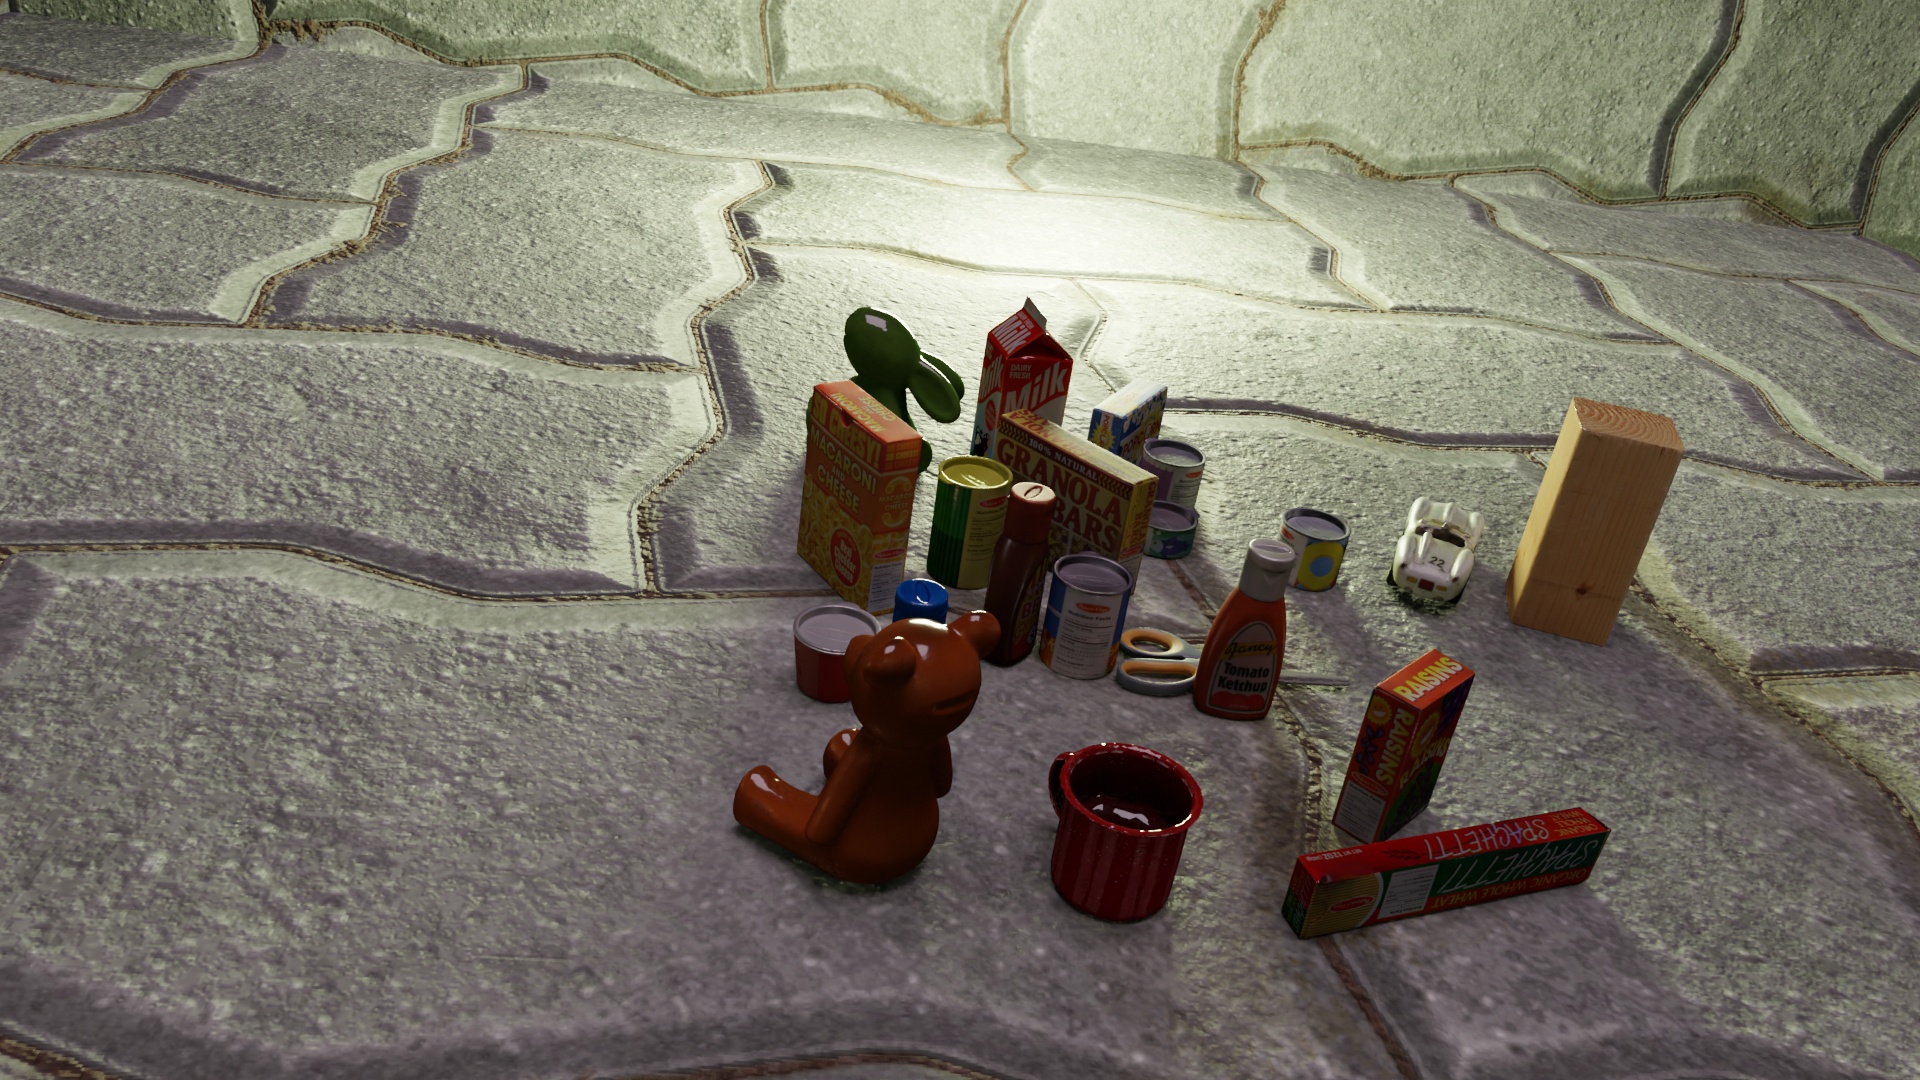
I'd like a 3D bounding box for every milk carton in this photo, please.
[{"bbox_3d":[0.062,-0.147,1.410,0.073,0.189,0.072,-1,29,-17],"label":"milk carton"}]

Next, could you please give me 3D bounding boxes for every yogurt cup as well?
[{"bbox_3d":[-0.097,0.089,1.072,0.072,0.053,0.073,7,28,-4],"label":"yogurt cup"}]

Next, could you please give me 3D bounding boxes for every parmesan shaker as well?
[{"bbox_3d":[0.004,-0.016,1.242,0.071,0.102,0.071,7,28,-4],"label":"parmesan shaker"}]

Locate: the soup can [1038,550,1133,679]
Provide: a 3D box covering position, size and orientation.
[{"bbox_3d":[0.103,0.061,1.148,0.071,0.083,0.072,7,28,-4],"label":"soup can"}]

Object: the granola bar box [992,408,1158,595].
[{"bbox_3d":[0.096,-0.033,1.278,0.039,0.123,0.166,-19,38,-41],"label":"granola bar box"}]

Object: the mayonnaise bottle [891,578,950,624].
[{"bbox_3d":[-0.036,0.098,0.973,0.041,0.147,0.065,2,29,-13],"label":"mayonnaise bottle"}]

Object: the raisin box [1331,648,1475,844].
[{"bbox_3d":[0.320,0.150,1.004,0.086,0.122,0.040,-19,38,-41],"label":"raisin box"}]

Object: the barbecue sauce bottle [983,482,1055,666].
[{"bbox_3d":[0.047,0.026,1.129,0.044,0.147,0.065,20,30,21],"label":"barbecue sauce bottle"}]

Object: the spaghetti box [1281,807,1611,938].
[{"bbox_3d":[0.334,0.224,0.947,0.251,0.050,0.029,-4,30,-22],"label":"spaghetti box"}]

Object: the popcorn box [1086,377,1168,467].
[{"bbox_3d":[0.178,-0.117,1.497,0.038,0.084,0.127,21,30,23],"label":"popcorn box"}]

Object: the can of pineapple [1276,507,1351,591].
[{"bbox_3d":[0.338,0.008,1.340,0.071,0.057,0.071,7,28,-4],"label":"can of pineapple"}]

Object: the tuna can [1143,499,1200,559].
[{"bbox_3d":[0.200,-0.011,1.364,0.071,0.032,0.071,7,28,-4],"label":"tuna can"}]

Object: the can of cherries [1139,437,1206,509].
[{"bbox_3d":[0.216,-0.067,1.445,0.071,0.058,0.072,7,28,-4],"label":"can of cherries"}]

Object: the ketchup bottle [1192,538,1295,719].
[{"bbox_3d":[0.229,0.070,1.099,0.065,0.148,0.044,7,28,-4],"label":"ketchup bottle"}]

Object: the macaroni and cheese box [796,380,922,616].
[{"bbox_3d":[-0.089,-0.036,1.187,0.040,0.165,0.124,-11,34,-33],"label":"macaroni and cheese box"}]
